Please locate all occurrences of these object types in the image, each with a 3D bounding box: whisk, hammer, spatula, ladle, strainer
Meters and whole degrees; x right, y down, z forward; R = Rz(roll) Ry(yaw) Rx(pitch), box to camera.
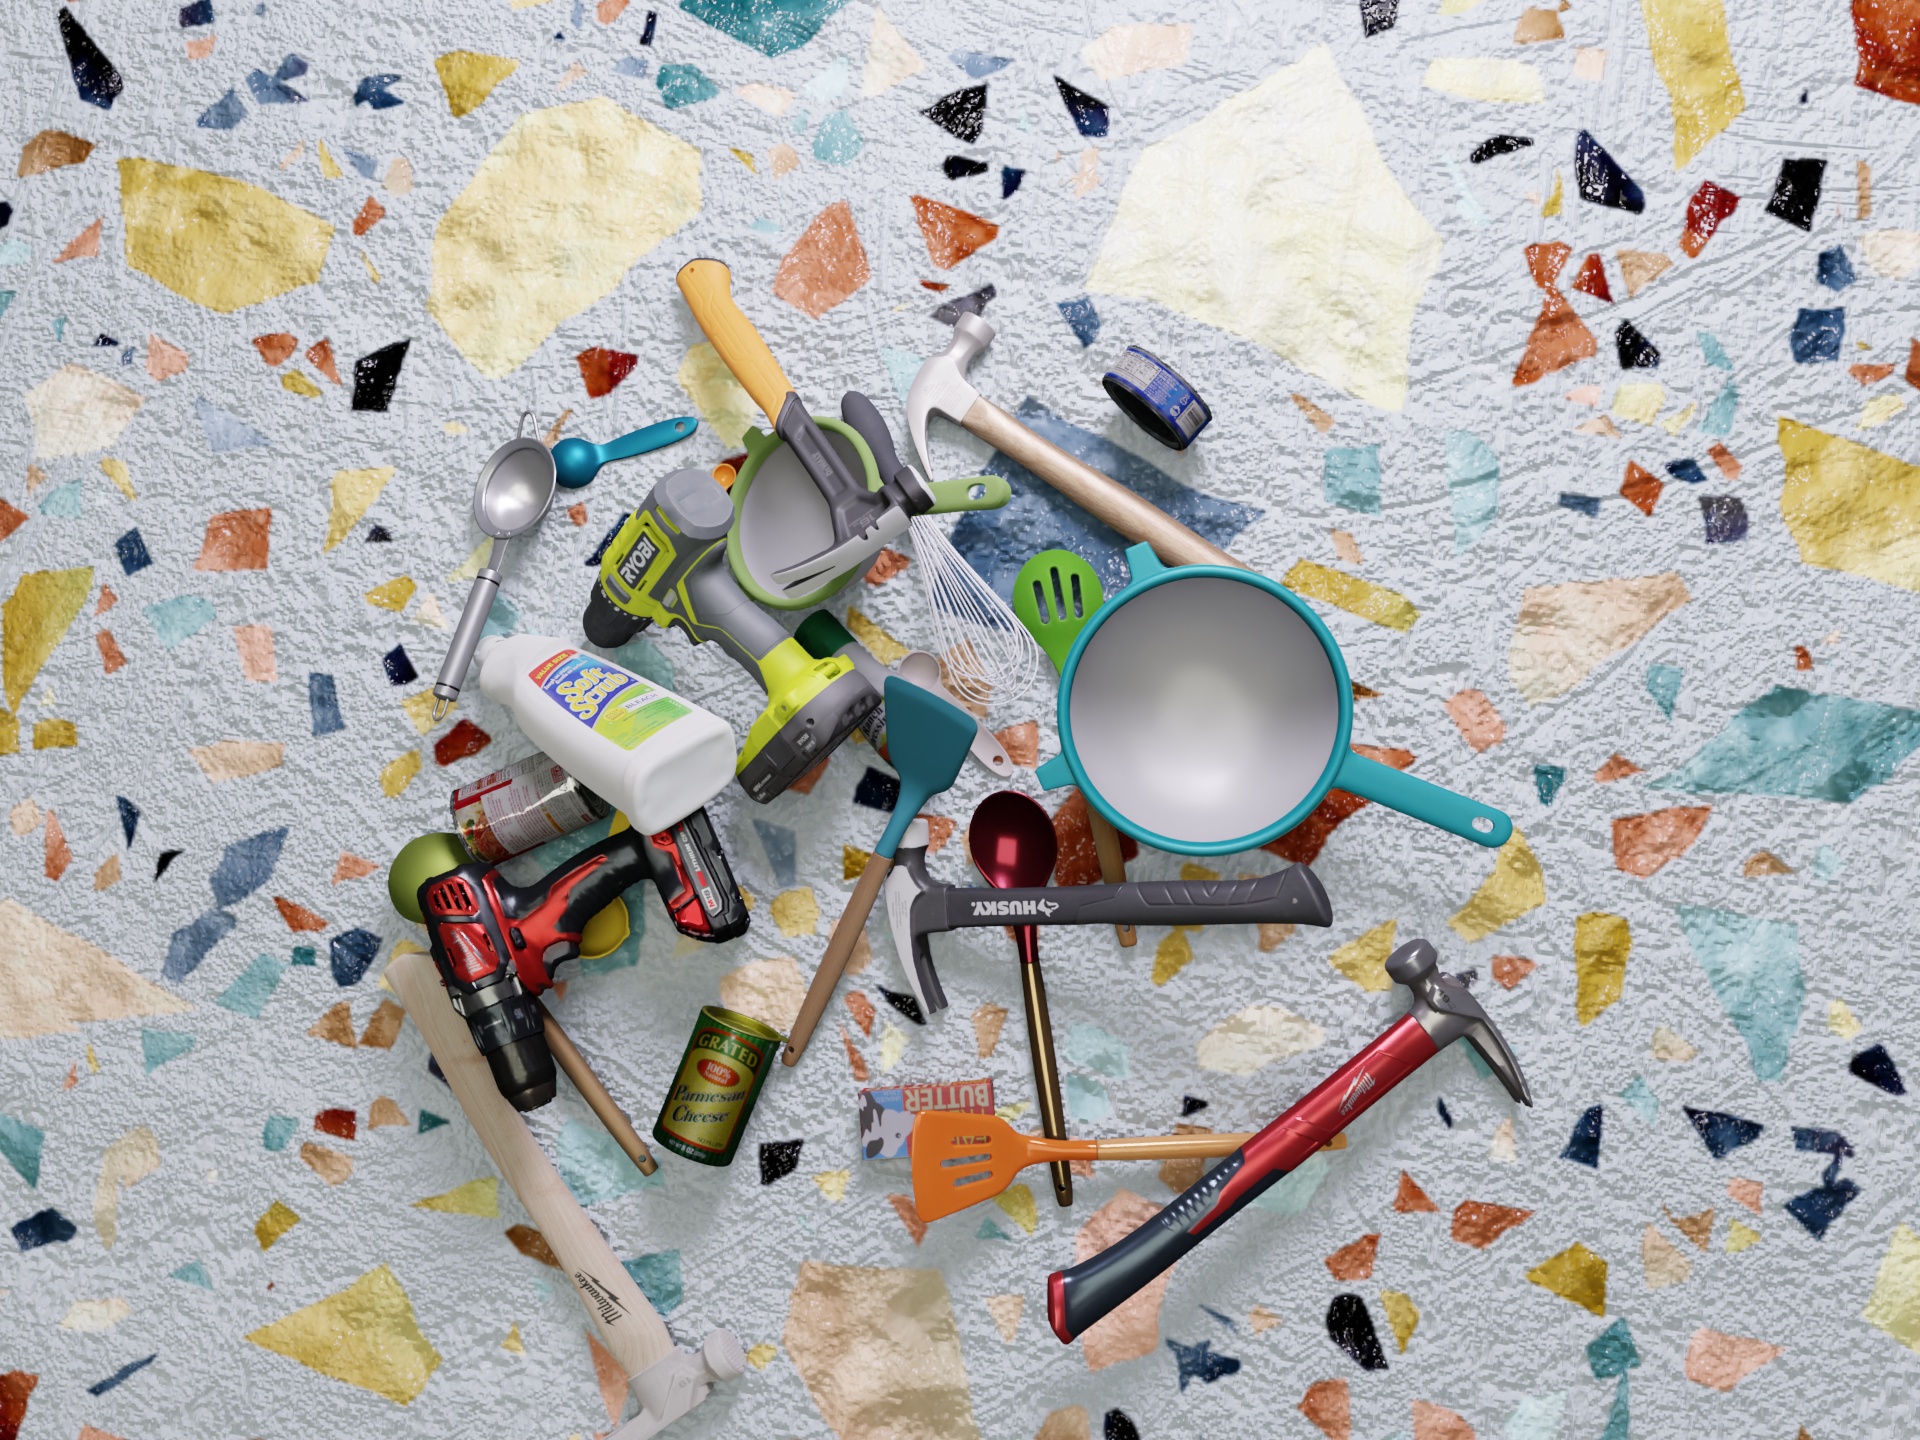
[{"bbox_3d":[-0.023,-0.139,1.237,0.070,0.070,0.285,-28,78,2],"label":"whisk"},{"bbox_3d":[-0.334,0.362,1.226,0.146,0.038,0.411,-35,82,3],"label":"hammer"},{"bbox_3d":[-0.074,0.123,1.189,0.082,0.044,0.317,28,101,21],"label":"spatula"},{"bbox_3d":[-0.335,0.222,1.242,0.078,0.062,0.320,-36,89,-17],"label":"ladle"},{"bbox_3d":[-0.062,-0.155,1.201,0.256,0.069,0.151,-1,81,33],"label":"strainer"},{"bbox_3d":[-0.146,-0.239,1.200,0.127,0.034,0.337,-35,58,3],"label":"hammer"},{"bbox_3d":[0.058,0.209,1.208,0.069,0.031,0.315,-9,85,16],"label":"ladle"},{"bbox_3d":[0.229,0.329,1.147,0.386,0.038,0.143,-37,87,-7],"label":"hammer"},{"bbox_3d":[0.125,0.318,1.170,0.322,0.041,0.081,-2,87,-1],"label":"spatula"},{"bbox_3d":[0.100,-0.178,1.239,0.331,0.031,0.130,35,88,7],"label":"hammer"},{"bbox_3d":[0.238,0.013,1.177,0.340,0.095,0.211,22,98,2],"label":"strainer"},{"bbox_3d":[0.101,0.139,1.154,0.335,0.035,0.146,-4,89,24],"label":"hammer"},{"bbox_3d":[-0.369,-0.119,1.255,0.087,0.050,0.258,7,73,31],"label":"strainer"}]

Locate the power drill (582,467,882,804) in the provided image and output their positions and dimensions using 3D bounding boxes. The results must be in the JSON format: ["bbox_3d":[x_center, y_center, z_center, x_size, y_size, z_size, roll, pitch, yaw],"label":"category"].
[{"bbox_3d":[-0.185,-0.054,1.203,0.228,0.080,0.190,49,134,2],"label":"power drill"}]

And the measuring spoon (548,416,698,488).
[{"bbox_3d":[-0.274,-0.223,1.283,0.128,0.021,0.042,-17,83,5],"label":"measuring spoon"}]

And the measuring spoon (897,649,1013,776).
[{"bbox_3d":[-0.002,-0.004,1.243,0.034,0.018,0.124,-41,89,4],"label":"measuring spoon"}]

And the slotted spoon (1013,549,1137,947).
[{"bbox_3d":[0.099,0.019,1.223,0.070,0.031,0.314,-11,85,2],"label":"slotted spoon"}]

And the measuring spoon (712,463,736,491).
[{"bbox_3d":[-0.206,-0.150,1.278,0.021,0.011,0.117,20,90,6],"label":"measuring spoon"}]

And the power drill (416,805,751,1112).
[{"bbox_3d":[-0.272,0.168,1.187,0.226,0.080,0.188,-22,81,-9],"label":"power drill"}]

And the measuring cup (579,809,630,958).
[{"bbox_3d":[-0.272,0.113,1.253,0.062,0.029,0.157,18,74,-2],"label":"measuring cup"}]
